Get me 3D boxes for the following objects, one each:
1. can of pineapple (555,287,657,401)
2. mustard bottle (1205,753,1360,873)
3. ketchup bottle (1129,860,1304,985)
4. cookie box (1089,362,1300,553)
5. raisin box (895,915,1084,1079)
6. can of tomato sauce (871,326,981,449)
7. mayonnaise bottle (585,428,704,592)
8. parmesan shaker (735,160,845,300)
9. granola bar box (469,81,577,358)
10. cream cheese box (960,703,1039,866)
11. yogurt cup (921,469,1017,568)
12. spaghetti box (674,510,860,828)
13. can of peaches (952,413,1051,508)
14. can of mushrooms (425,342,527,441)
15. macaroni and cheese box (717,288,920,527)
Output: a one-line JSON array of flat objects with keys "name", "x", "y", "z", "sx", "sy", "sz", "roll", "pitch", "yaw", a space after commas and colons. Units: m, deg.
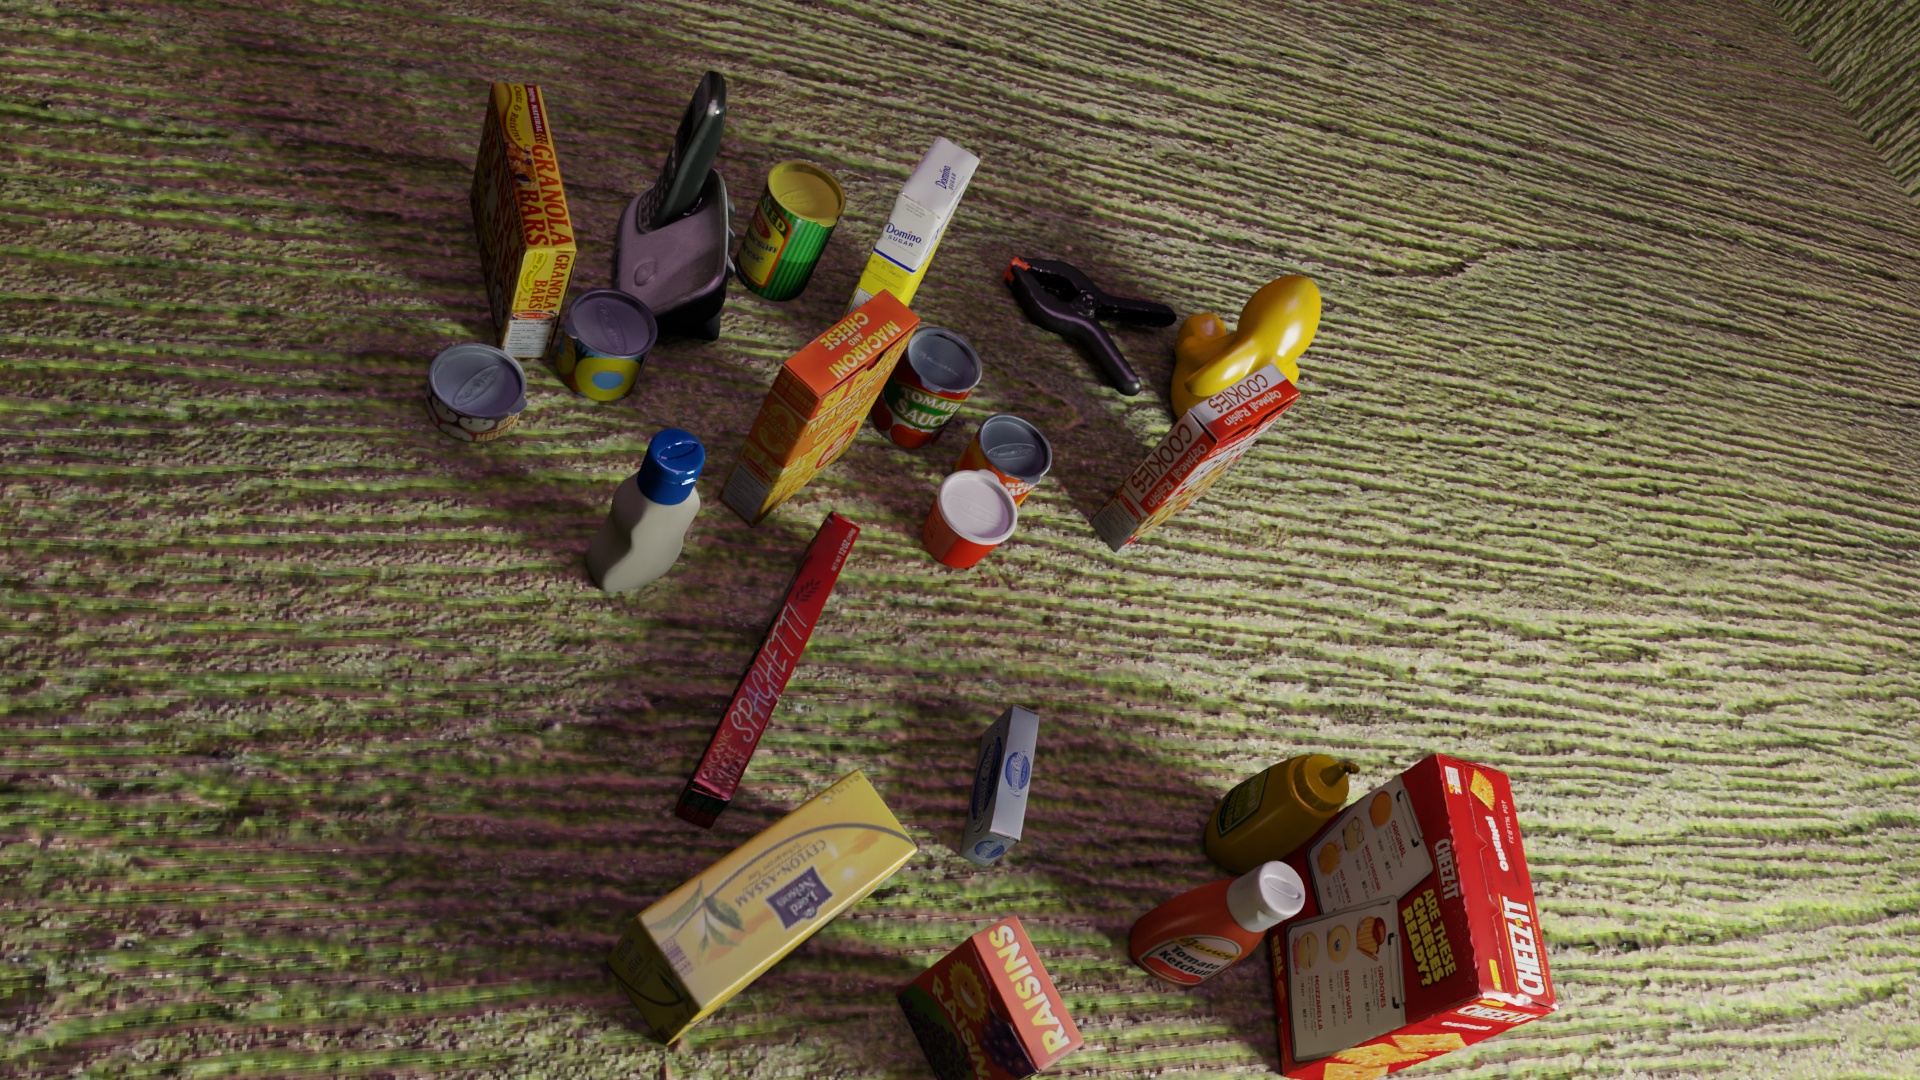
[{"name": "can of pineapple", "x": -0.270, "y": -0.148, "z": 1.050, "sx": 0.071, "sy": 0.057, "sz": 0.071, "roll": 14, "pitch": 53, "yaw": -19}, {"name": "mustard bottle", "x": 0.239, "y": 0.191, "z": 1.015, "sx": 0.049, "sy": 0.159, "sz": 0.066, "roll": 30, "pitch": 49, "yaw": -6}, {"name": "ketchup bottle", "x": 0.176, "y": 0.259, "z": 0.943, "sx": 0.065, "sy": 0.148, "sz": 0.044, "roll": 26, "pitch": 50, "yaw": -10}, {"name": "cookie box", "x": 0.196, "y": -0.068, "z": 1.168, "sx": 0.123, "sy": 0.166, "sz": 0.040, "roll": -30, "pitch": 75, "yaw": -39}, {"name": "raisin box", "x": 0.015, "y": 0.292, "z": 0.852, "sx": 0.040, "sy": 0.122, "sz": 0.086, "roll": -15, "pitch": 67, "yaw": -35}, {"name": "can of tomato sauce", "x": -0.030, "y": -0.123, "z": 1.143, "sx": 0.071, "sy": 0.082, "sz": 0.071, "roll": 14, "pitch": 53, "yaw": -19}, {"name": "mayonnaise bottle", "x": -0.208, "y": -0.019, "z": 0.935, "sx": 0.065, "sy": 0.147, "sz": 0.041, "roll": -22, "pitch": 70, "yaw": -37}, {"name": "parmesan shaker", "x": -0.143, "y": -0.255, "z": 1.162, "sx": 0.071, "sy": 0.102, "sz": 0.071, "roll": 14, "pitch": 53, "yaw": -19}, {"name": "granola bar box", "x": -0.328, "y": -0.238, "z": 1.039, "sx": 0.039, "sy": 0.123, "sz": 0.166, "roll": -3, "pitch": 60, "yaw": -29}, {"name": "cream cheese box", "x": 0.028, "y": 0.174, "z": 0.987, "sx": 0.024, "sy": 0.053, "sz": 0.104, "roll": 23, "pitch": 51, "yaw": -13}, {"name": "yogurt cup", "x": 0.004, "y": -0.014, "z": 1.104, "sx": 0.072, "sy": 0.053, "sz": 0.073, "roll": 14, "pitch": 53, "yaw": -19}, {"name": "spaghetti box", "x": -0.131, "y": 0.084, "z": 0.968, "sx": 0.029, "sy": 0.050, "sz": 0.251, "roll": 29, "pitch": 50, "yaw": -8}, {"name": "can of peaches", "x": 0.034, "y": -0.060, "z": 1.150, "sx": 0.071, "sy": 0.057, "sz": 0.071, "roll": 14, "pitch": 53, "yaw": -19}, {"name": "can of mushrooms", "x": -0.346, "y": -0.104, "z": 0.997, "sx": 0.071, "sy": 0.033, "sz": 0.071, "roll": 14, "pitch": 53, "yaw": -19}, {"name": "macaroni and cheese box", "x": -0.105, "y": -0.096, "z": 1.030, "sx": 0.040, "sy": 0.165, "sz": 0.124, "roll": 42, "pitch": 49, "yaw": 4}]
